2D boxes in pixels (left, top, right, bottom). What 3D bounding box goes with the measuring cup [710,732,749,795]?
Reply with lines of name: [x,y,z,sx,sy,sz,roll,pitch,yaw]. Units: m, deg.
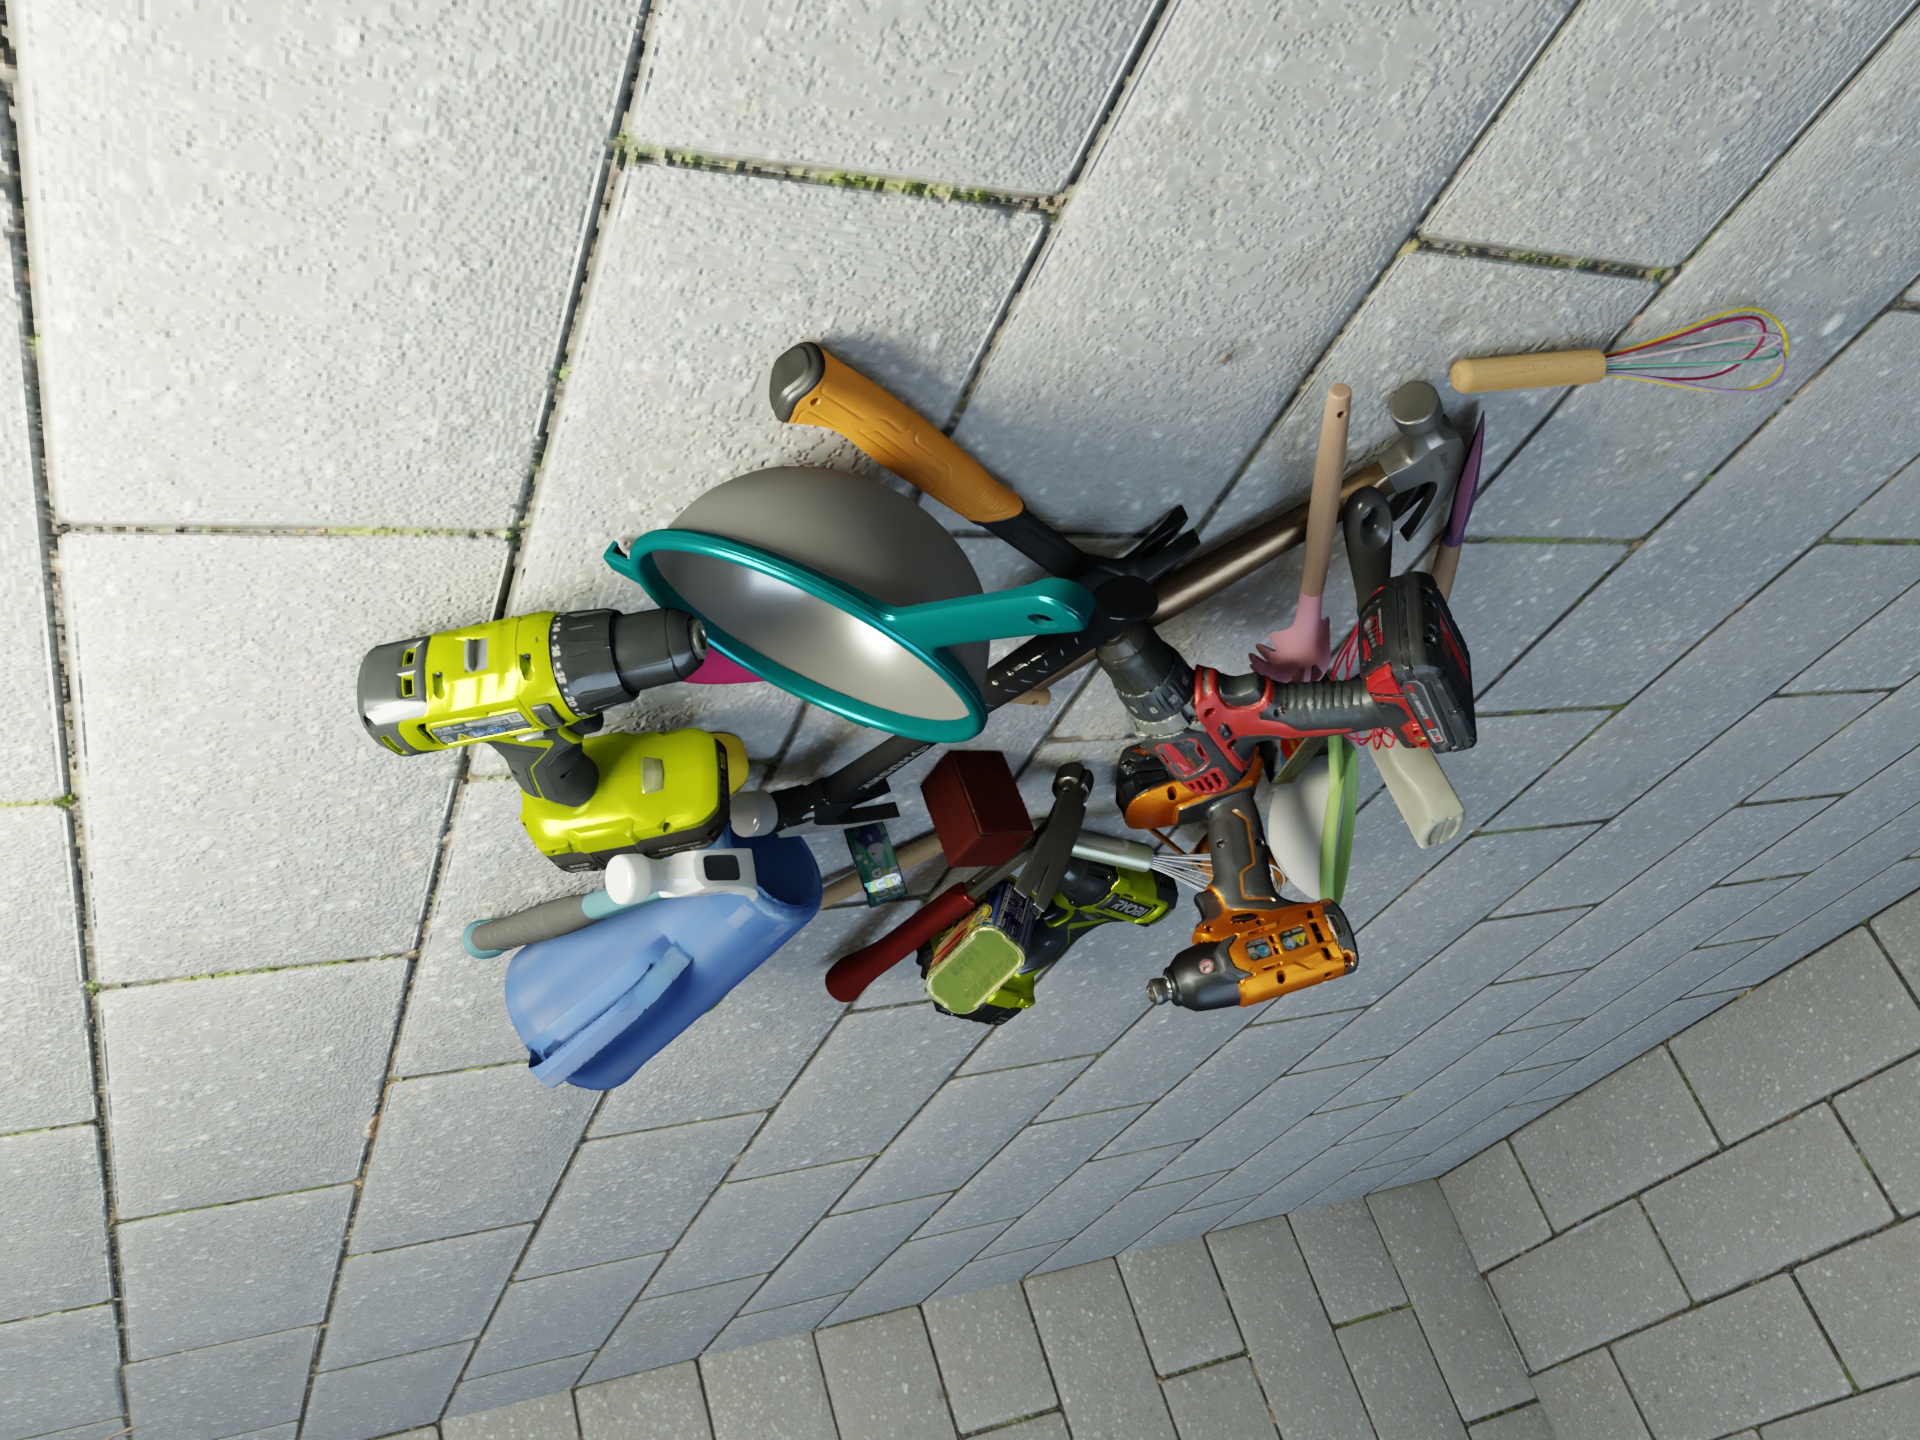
measuring cup: [-0.200,0.064,1.134,0.062,0.029,0.156,4,141,-37]

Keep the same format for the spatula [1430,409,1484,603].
spatula: [0.356,-0.118,1.162,0.018,0.060,0.315,9,159,13]

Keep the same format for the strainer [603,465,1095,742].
strainer: [-0.030,-0.077,0.813,0.210,0.095,0.340,34,161,-28]

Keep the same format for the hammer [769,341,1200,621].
hammer: [0.014,-0.135,0.923,0.127,0.034,0.336,-32,149,23]

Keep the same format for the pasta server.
pasta server: [0.231,-0.109,1.049,0.060,0.040,0.316,-17,147,-4]

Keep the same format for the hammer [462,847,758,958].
hammer: [-0.256,0.129,1.094,0.128,0.033,0.331,0,167,-43]

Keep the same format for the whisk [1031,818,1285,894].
whisk: [0.170,0.122,1.385,0.246,0.058,0.059,14,134,-14]

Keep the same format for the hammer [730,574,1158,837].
hammer: [-0.002,-0.003,1.081,0.334,0.035,0.146,-33,161,33]

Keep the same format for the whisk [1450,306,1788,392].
whisk: [0.424,-0.232,1.016,0.245,0.051,0.047,-7,128,-14]

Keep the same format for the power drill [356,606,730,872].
power drill: [-0.219,0.008,0.953,0.190,0.080,0.228,-11,153,6]

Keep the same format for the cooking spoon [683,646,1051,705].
cooking spoon: [-0.062,-0.030,1.071,0.318,0.017,0.068,5,143,-38]

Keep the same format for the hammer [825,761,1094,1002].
hammer: [-0.017,0.168,1.354,0.036,0.149,0.359,38,134,-11]

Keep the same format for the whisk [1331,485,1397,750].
whisk: [0.293,-0.066,1.127,0.073,0.073,0.295,-21,144,3]

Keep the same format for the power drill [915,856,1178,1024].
power drill: [0.071,0.189,1.475,0.223,0.080,0.171,-39,142,25]

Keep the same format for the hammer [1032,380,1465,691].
hammer: [0.186,-0.107,1.082,0.331,0.031,0.130,-29,149,17]

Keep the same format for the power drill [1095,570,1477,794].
power drill: [0.214,-0.029,1.072,0.227,0.080,0.187,-13,142,27]

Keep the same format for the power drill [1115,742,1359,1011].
power drill: [0.200,0.122,1.277,0.164,0.227,0.084,-17,151,-6]

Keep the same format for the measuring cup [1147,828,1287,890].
measuring cup: [0.232,0.113,1.458,0.173,0.095,0.052,34,101,-30]

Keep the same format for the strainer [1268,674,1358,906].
strainer: [0.302,0.056,1.386,0.069,0.152,0.256,5,136,21]

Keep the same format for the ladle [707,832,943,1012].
ladle: [-0.102,0.154,1.327,0.320,0.062,0.078,-26,151,6]
